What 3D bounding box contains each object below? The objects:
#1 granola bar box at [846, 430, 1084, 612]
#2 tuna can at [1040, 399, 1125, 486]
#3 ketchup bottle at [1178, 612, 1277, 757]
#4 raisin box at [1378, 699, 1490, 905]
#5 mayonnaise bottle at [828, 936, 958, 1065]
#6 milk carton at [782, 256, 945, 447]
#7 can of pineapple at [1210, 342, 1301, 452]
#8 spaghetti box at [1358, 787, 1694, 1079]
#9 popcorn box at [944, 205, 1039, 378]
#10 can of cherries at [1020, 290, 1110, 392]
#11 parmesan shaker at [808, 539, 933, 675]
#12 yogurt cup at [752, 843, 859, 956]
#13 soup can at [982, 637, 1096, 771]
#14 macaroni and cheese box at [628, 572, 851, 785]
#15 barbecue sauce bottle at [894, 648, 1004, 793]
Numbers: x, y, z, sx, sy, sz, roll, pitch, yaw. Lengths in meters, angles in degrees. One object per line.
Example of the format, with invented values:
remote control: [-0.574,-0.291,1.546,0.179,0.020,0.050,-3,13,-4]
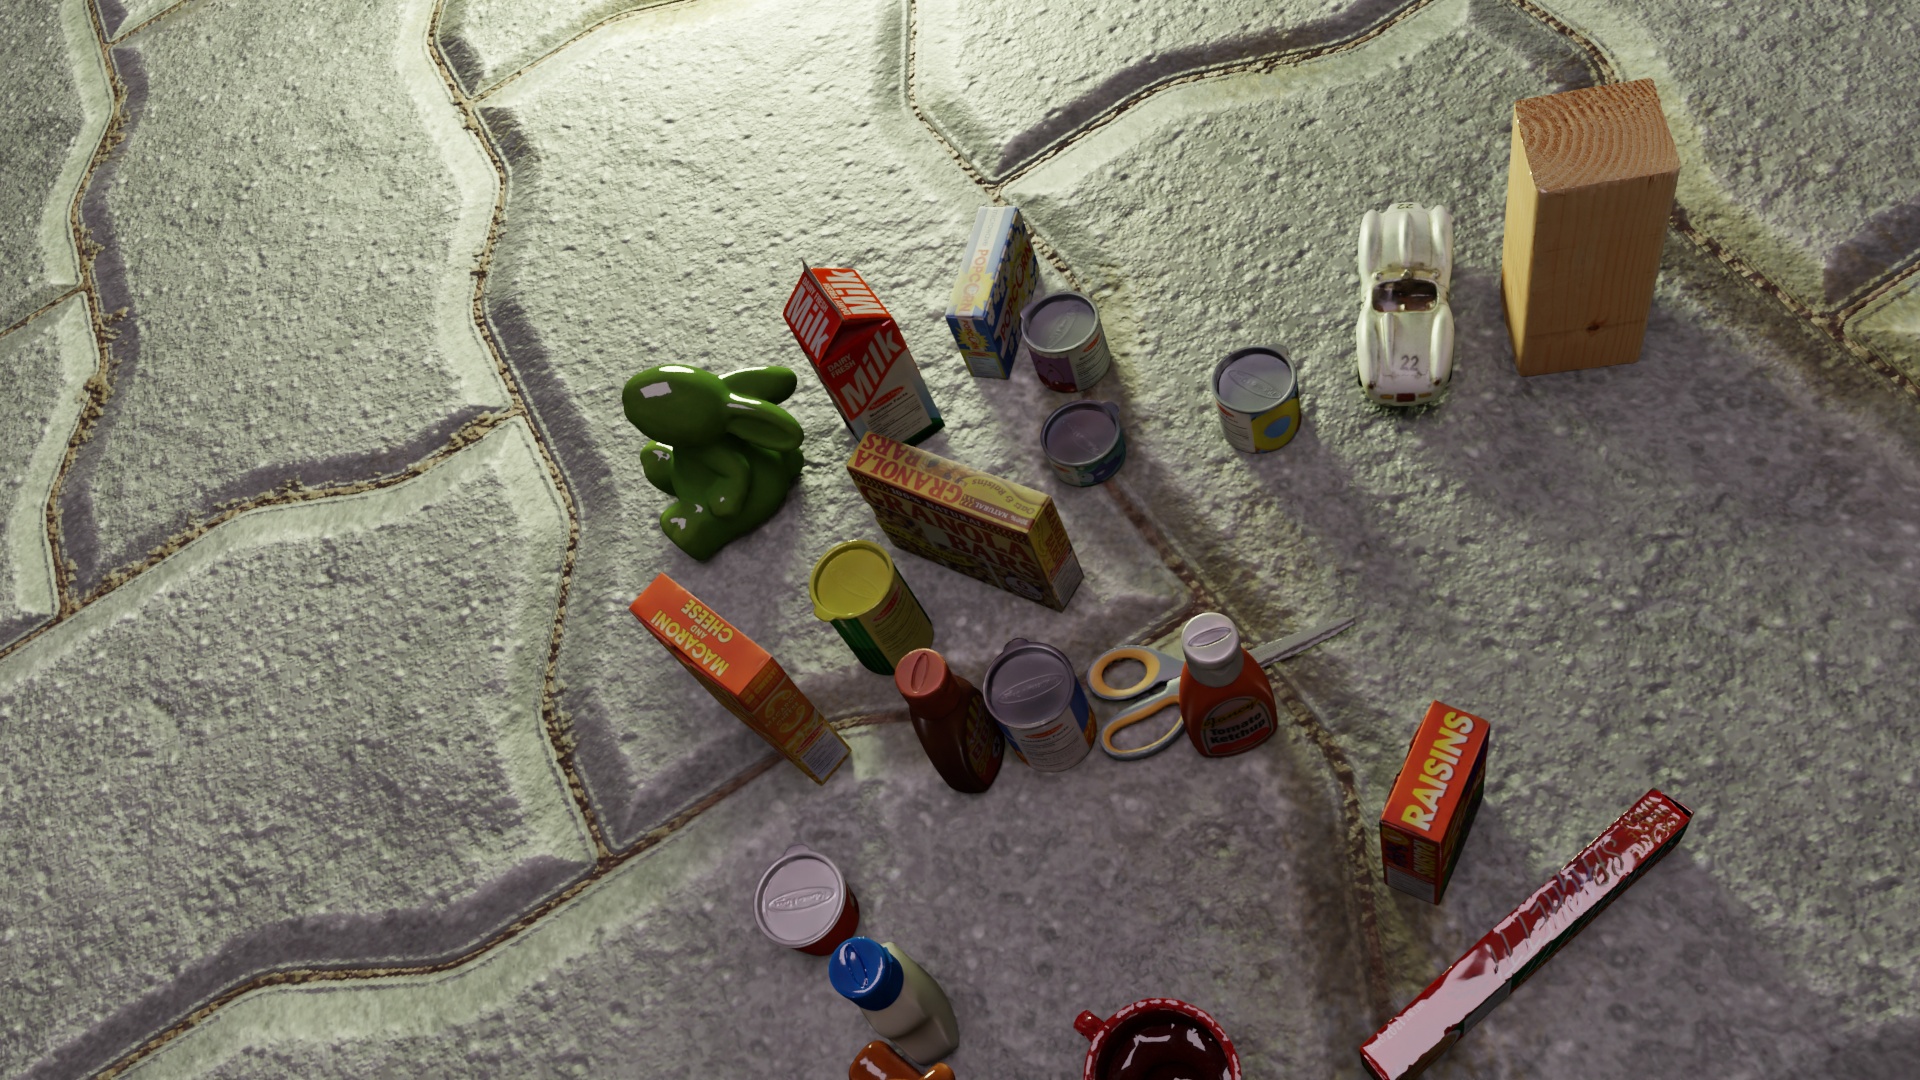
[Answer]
granola bar box: [0.004,-0.013,1.068,0.166,0.123,0.039,21,68,27]
tuna can: [0.103,-0.081,1.134,0.071,0.032,0.071,-8,57,13]
ketchup bottle: [0.175,0.097,0.931,0.065,0.148,0.044,-21,56,5]
raisin box: [0.295,0.165,0.866,0.040,0.123,0.086,21,68,27]
mayonnaise bottle: [-0.043,0.288,0.882,0.041,0.147,0.065,-29,55,-1]
milk carton: [-0.083,-0.150,1.141,0.073,0.189,0.072,-33,56,-4]
can of pineapple: [0.236,-0.112,1.096,0.071,0.057,0.071,-8,58,13]
spaghetti box: [0.344,0.244,0.846,0.250,0.050,0.029,-38,56,-7]
popcorn box: [0.030,-0.216,1.209,0.038,0.085,0.127,5,61,21]
can of cherries: [0.088,-0.169,1.178,0.071,0.058,0.072,-8,58,13]
parmesan shaker: [-0.069,0.055,1.062,0.071,0.102,0.071,-8,58,13]
yogurt cup: [-0.105,0.259,0.978,0.072,0.053,0.073,-8,58,13]
soup can: [0.058,0.118,0.995,0.071,0.083,0.071,-8,58,13]
macaroni and cheese box: [-0.160,0.105,1.022,0.124,0.165,0.040,32,74,31]
barbecue sauce bottle: [-0.008,0.123,0.973,0.043,0.148,0.065,3,61,20]
